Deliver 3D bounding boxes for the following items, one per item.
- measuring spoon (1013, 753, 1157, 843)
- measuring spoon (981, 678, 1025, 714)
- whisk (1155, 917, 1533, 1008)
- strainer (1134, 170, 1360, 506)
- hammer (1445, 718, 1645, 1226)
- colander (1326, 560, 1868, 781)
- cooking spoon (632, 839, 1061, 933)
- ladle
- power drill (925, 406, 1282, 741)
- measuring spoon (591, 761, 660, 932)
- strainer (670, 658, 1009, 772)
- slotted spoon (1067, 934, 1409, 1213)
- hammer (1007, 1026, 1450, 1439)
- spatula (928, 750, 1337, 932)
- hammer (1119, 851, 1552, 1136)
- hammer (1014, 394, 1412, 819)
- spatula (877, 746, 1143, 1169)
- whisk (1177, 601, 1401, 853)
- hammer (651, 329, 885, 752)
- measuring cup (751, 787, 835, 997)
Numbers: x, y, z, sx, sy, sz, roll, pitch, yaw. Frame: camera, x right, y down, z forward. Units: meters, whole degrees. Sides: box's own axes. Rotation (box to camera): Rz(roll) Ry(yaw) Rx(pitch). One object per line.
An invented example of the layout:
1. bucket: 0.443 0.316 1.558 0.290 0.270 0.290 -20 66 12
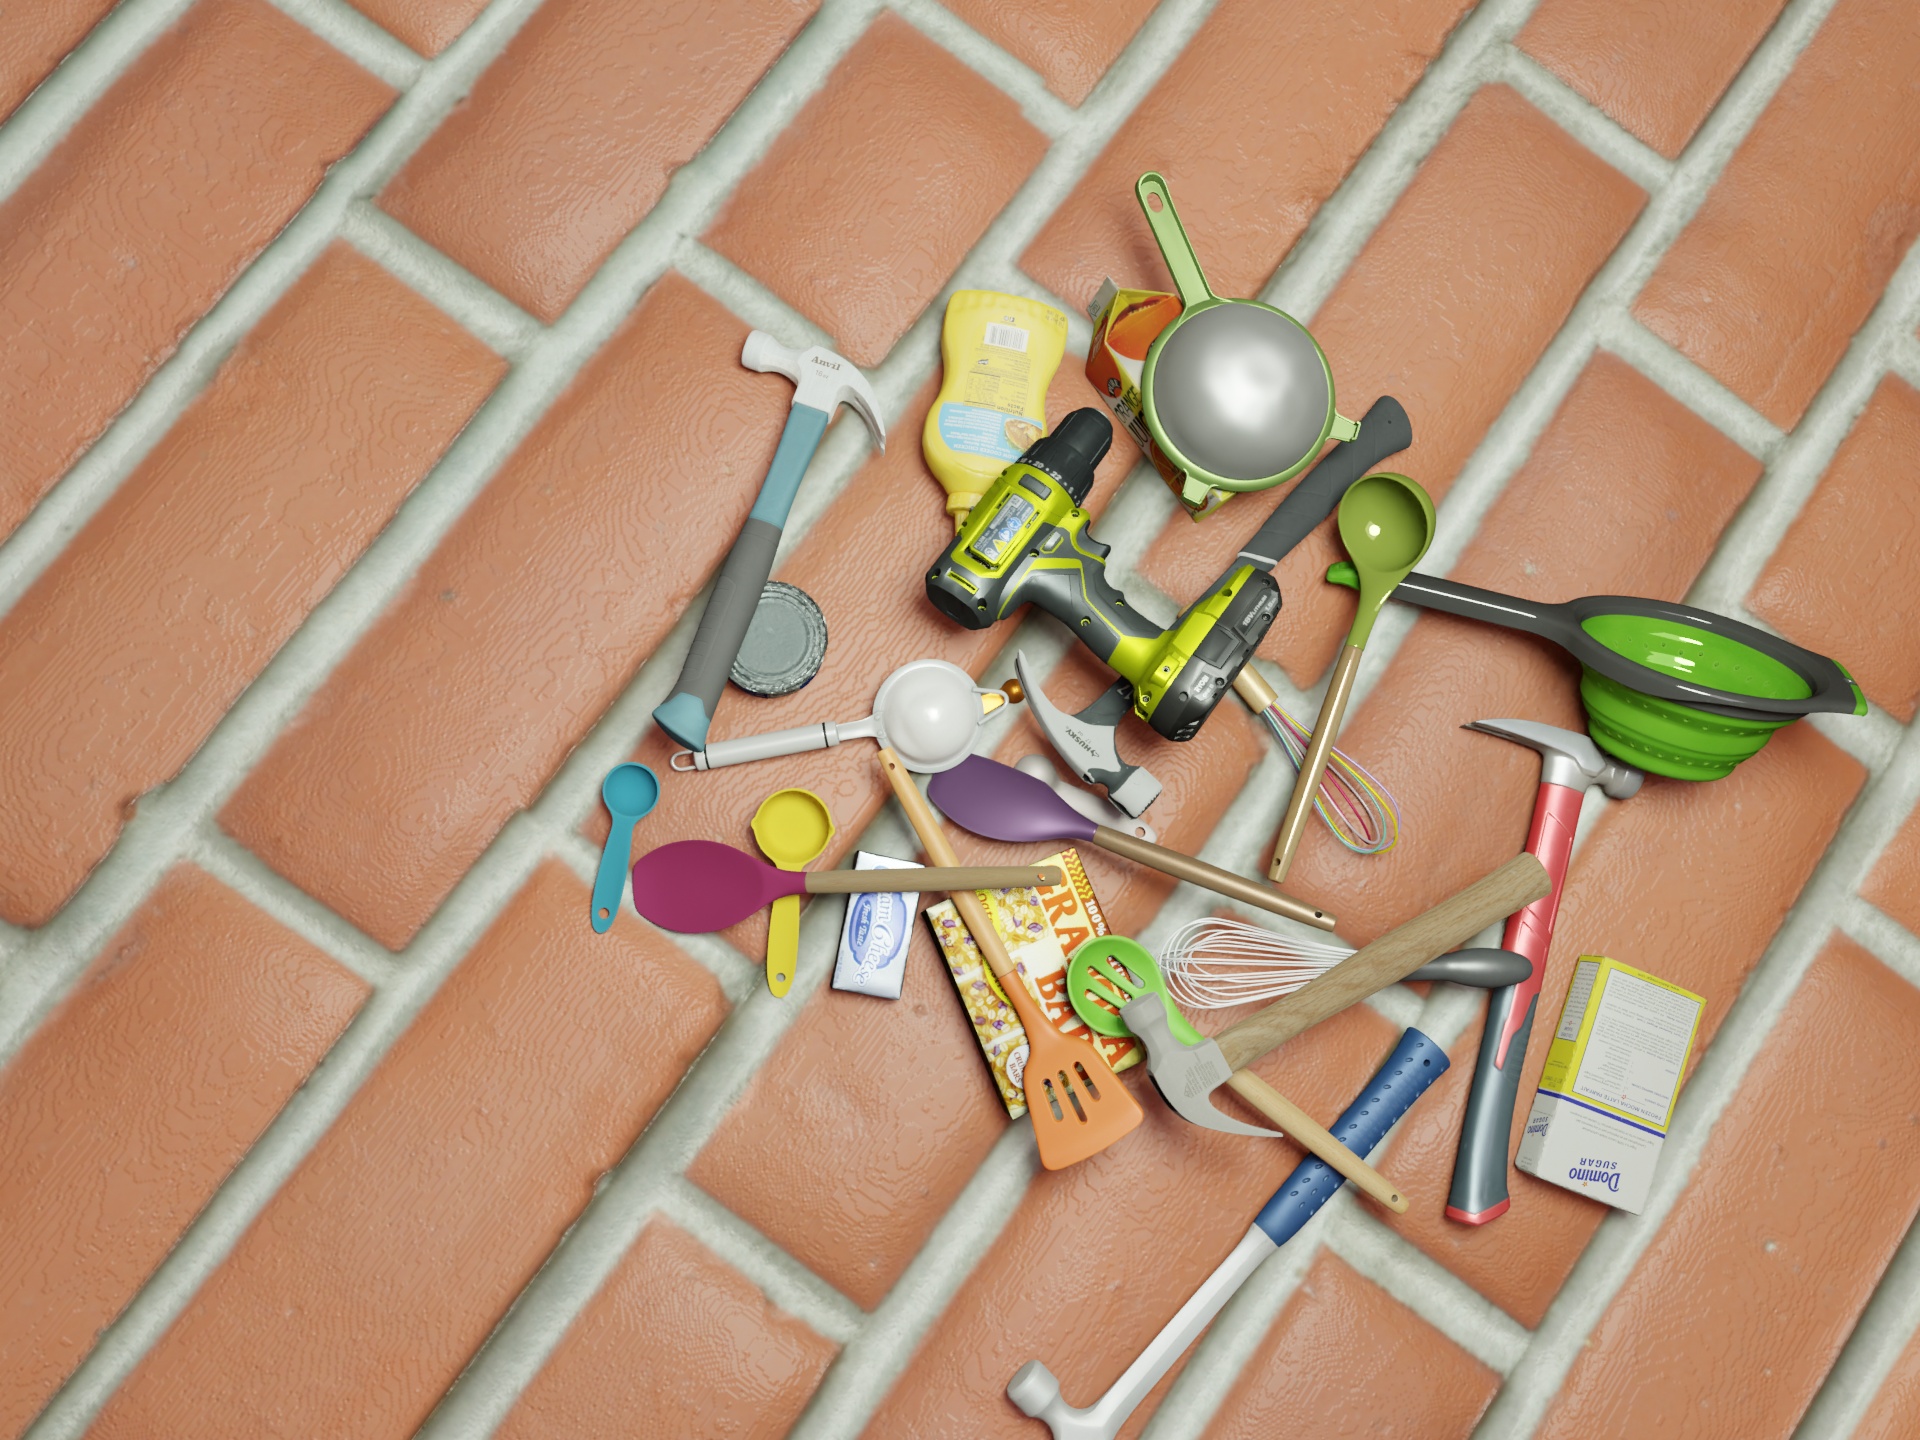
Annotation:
1. measuring spoon: 0.097 0.063 1.218 0.124 0.018 0.034 28 80 -3
2. measuring spoon: -0.002 -0.004 1.218 0.117 0.011 0.021 -24 86 -9
3. whisk: 0.288 0.183 1.192 0.284 0.070 0.070 1 83 -2
4. strainer: 0.193 -0.298 1.175 0.151 0.069 0.256 -23 88 -9
5. hammer: 0.418 0.191 1.230 0.143 0.038 0.386 17 81 -3
6. colander: 0.474 -0.038 1.237 0.397 0.204 0.094 15 116 11
7. cooking spoon: -0.085 0.117 1.148 0.319 0.017 0.069 -3 90 11
8. ladle: 0.281 -0.033 1.192 0.062 0.078 0.320 26 82 -48
9. power drill: 0.114 -0.110 1.159 0.228 0.080 0.190 35 75 9
10. measuring spoon: -0.252 0.094 1.177 0.042 0.021 0.128 13 90 -1
11. strainer: -0.089 0.010 1.188 0.258 0.050 0.087 -10 98 -2
12. slotted spoon: 0.204 0.264 1.162 0.313 0.031 0.070 38 78 -4
13. hammer: 0.223 0.395 1.181 0.144 0.035 0.405 45 80 1
14. spatula: 0.123 0.095 1.171 0.316 0.018 0.060 20 68 15
15. hammer: 0.285 0.189 1.147 0.331 0.031 0.130 -27 87 -10
16. hammer: 0.212 -0.114 1.228 0.149 0.036 0.409 43 74 8
17. spatula: 0.021 0.161 1.143 0.081 0.041 0.323 -30 85 6
18. whisk: 0.250 0.008 1.234 0.051 0.047 0.245 -38 84 -14
19. hammer: -0.151 -0.132 1.176 0.128 0.033 0.331 19 71 2
20. measuring cup: -0.128 0.127 1.184 0.062 0.029 0.156 5 94 -2
